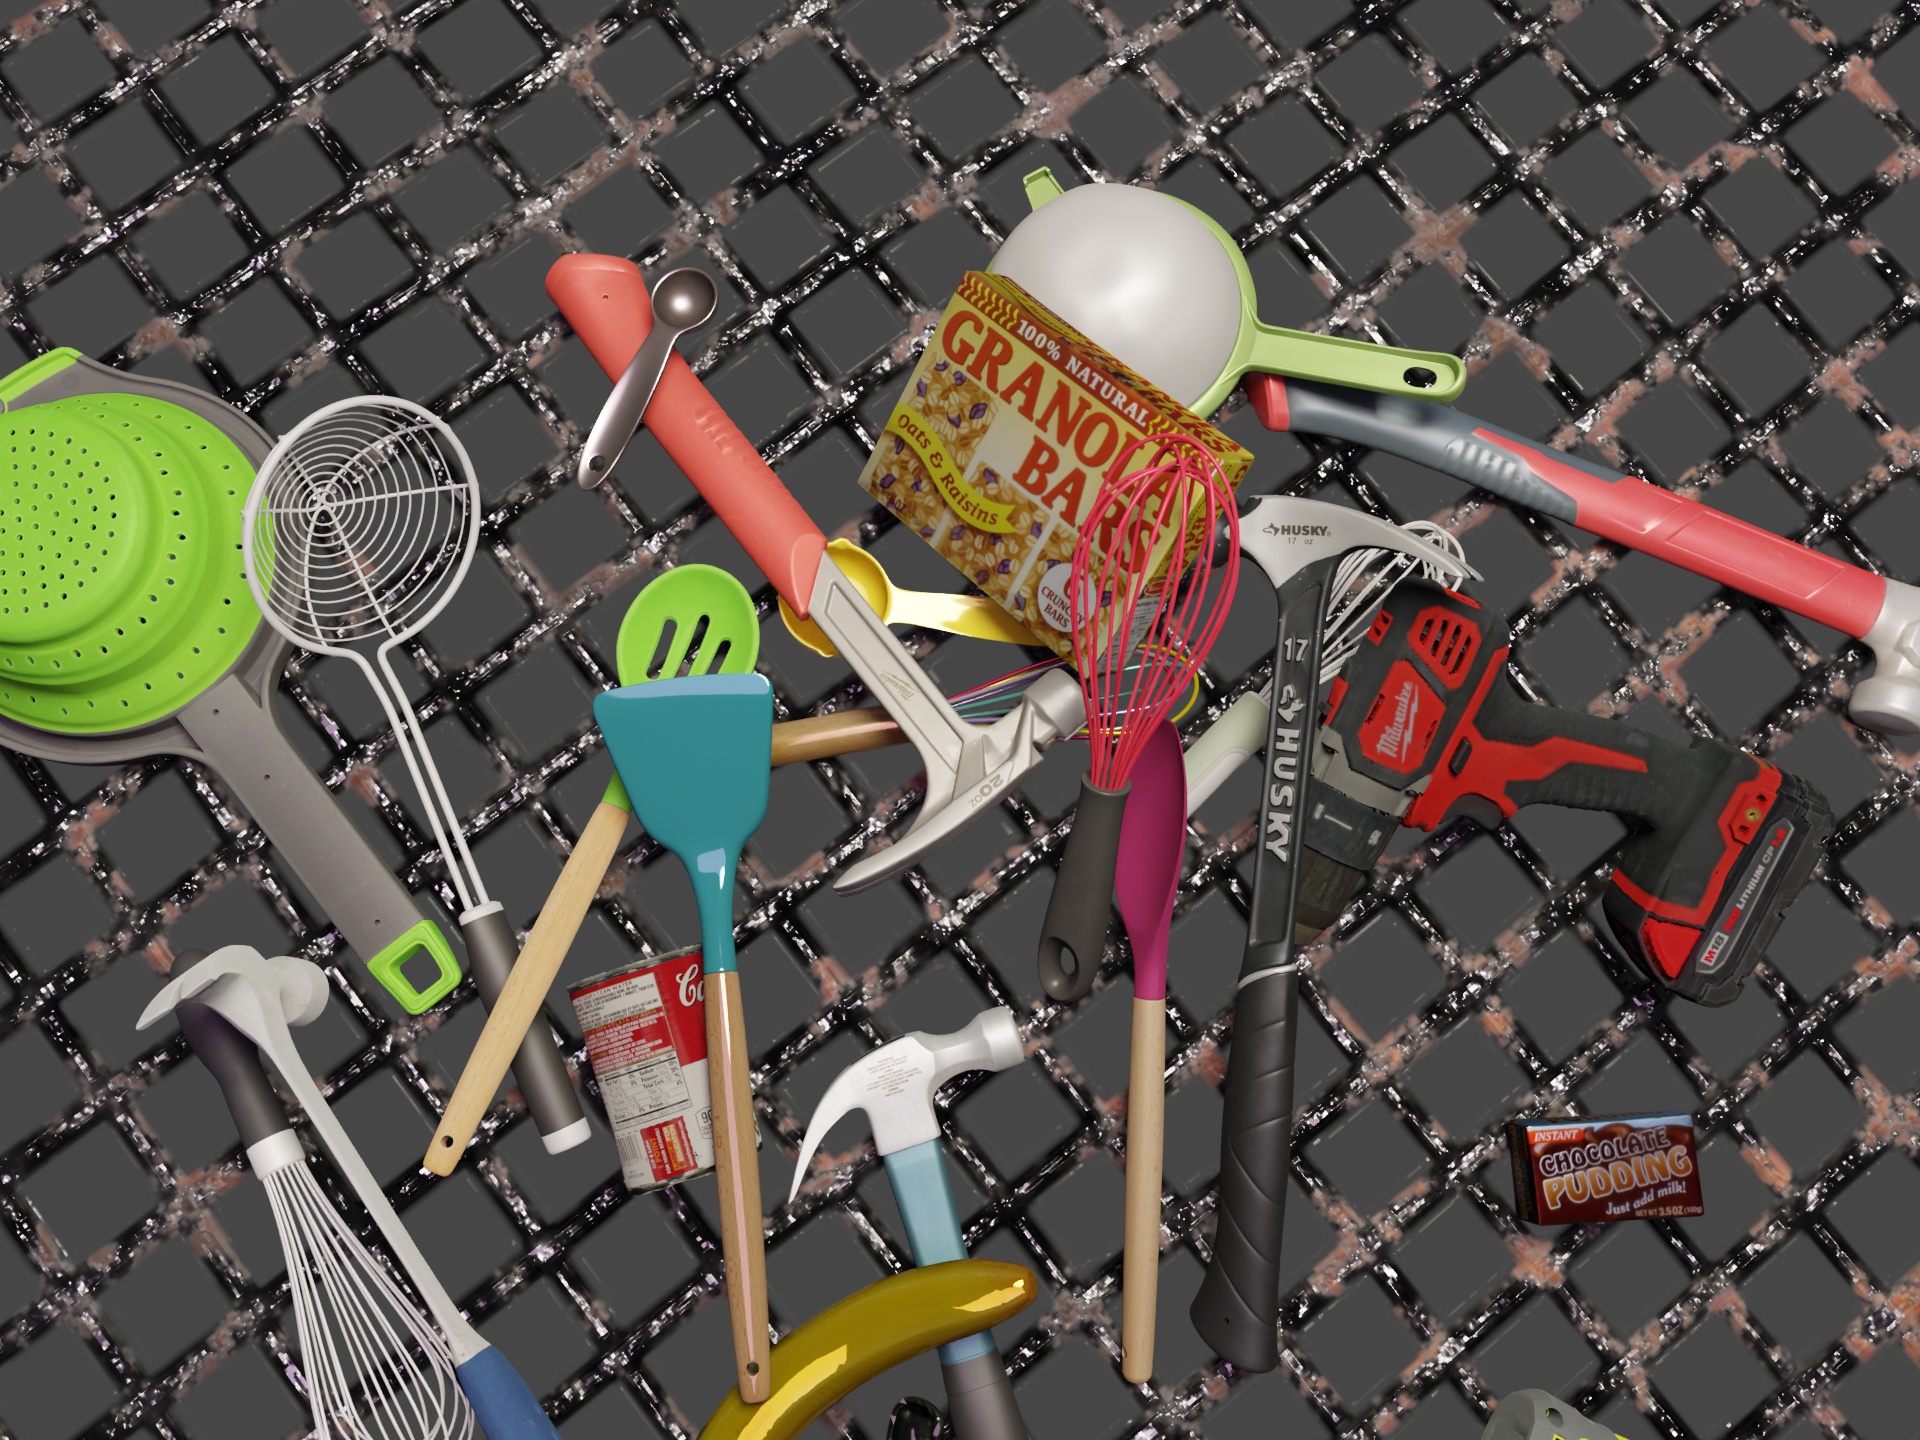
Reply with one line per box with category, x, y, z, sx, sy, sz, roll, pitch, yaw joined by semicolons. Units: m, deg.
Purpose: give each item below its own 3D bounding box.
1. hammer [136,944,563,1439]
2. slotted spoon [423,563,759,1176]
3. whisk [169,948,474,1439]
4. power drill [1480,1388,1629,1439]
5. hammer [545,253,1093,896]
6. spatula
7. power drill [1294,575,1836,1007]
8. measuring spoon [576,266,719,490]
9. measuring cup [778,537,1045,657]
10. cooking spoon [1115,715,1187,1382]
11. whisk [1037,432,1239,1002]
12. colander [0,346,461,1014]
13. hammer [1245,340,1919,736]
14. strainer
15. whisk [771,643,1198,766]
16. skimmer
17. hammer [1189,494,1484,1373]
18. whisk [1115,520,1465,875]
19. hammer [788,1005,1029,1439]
hammer;-0.217;0.265;0.680;0.035;0.144;0.406;-36;79;-8
slotted spoon;-0.179;0.065;0.762;0.070;0.031;0.314;22;70;1
whisk;-0.308;0.233;0.745;0.070;0.070;0.285;-29;79;-6
power drill;0.287;0.448;0.720;0.171;0.080;0.223;30;78;3
hammer;-0.101;-0.091;0.784;0.149;0.036;0.359;-37;76;-8
spatula;-0.108;0.139;0.711;0.082;0.044;0.318;-7;78;-3
power drill;0.268;0.056;0.766;0.226;0.080;0.188;25;101;0
measuring spoon;-0.155;-0.166;0.783;0.034;0.018;0.124;25;84;14
measuring cup;-0.015;-0.053;0.813;0.156;0.029;0.062;8;81;-3
cooking spoon;0.089;0.157;0.758;0.017;0.069;0.319;1;92;-22
whisk;0.070;0.012;0.719;0.073;0.073;0.295;9;120;0
colander;-0.378;-0.022;0.760;0.204;0.094;0.397;-39;84;-7
hammer;0.338;-0.128;0.829;0.386;0.038;0.143;22;80;2
strainer;0.121;-0.201;0.787;0.256;0.069;0.151;15;80;17
whisk;-0.001;-0.001;0.797;0.245;0.051;0.047;-10;87;0
skimmer;-0.237;0.029;0.759;0.090;0.127;0.363;-25;86;39
hammer;0.150;0.101;0.741;0.149;0.036;0.409;7;94;36
whisk;0.159;-0.011;0.803;0.246;0.057;0.059;-45;51;-3
hammer;0.009;0.313;0.752;0.128;0.033;0.331;-16;82;-5
